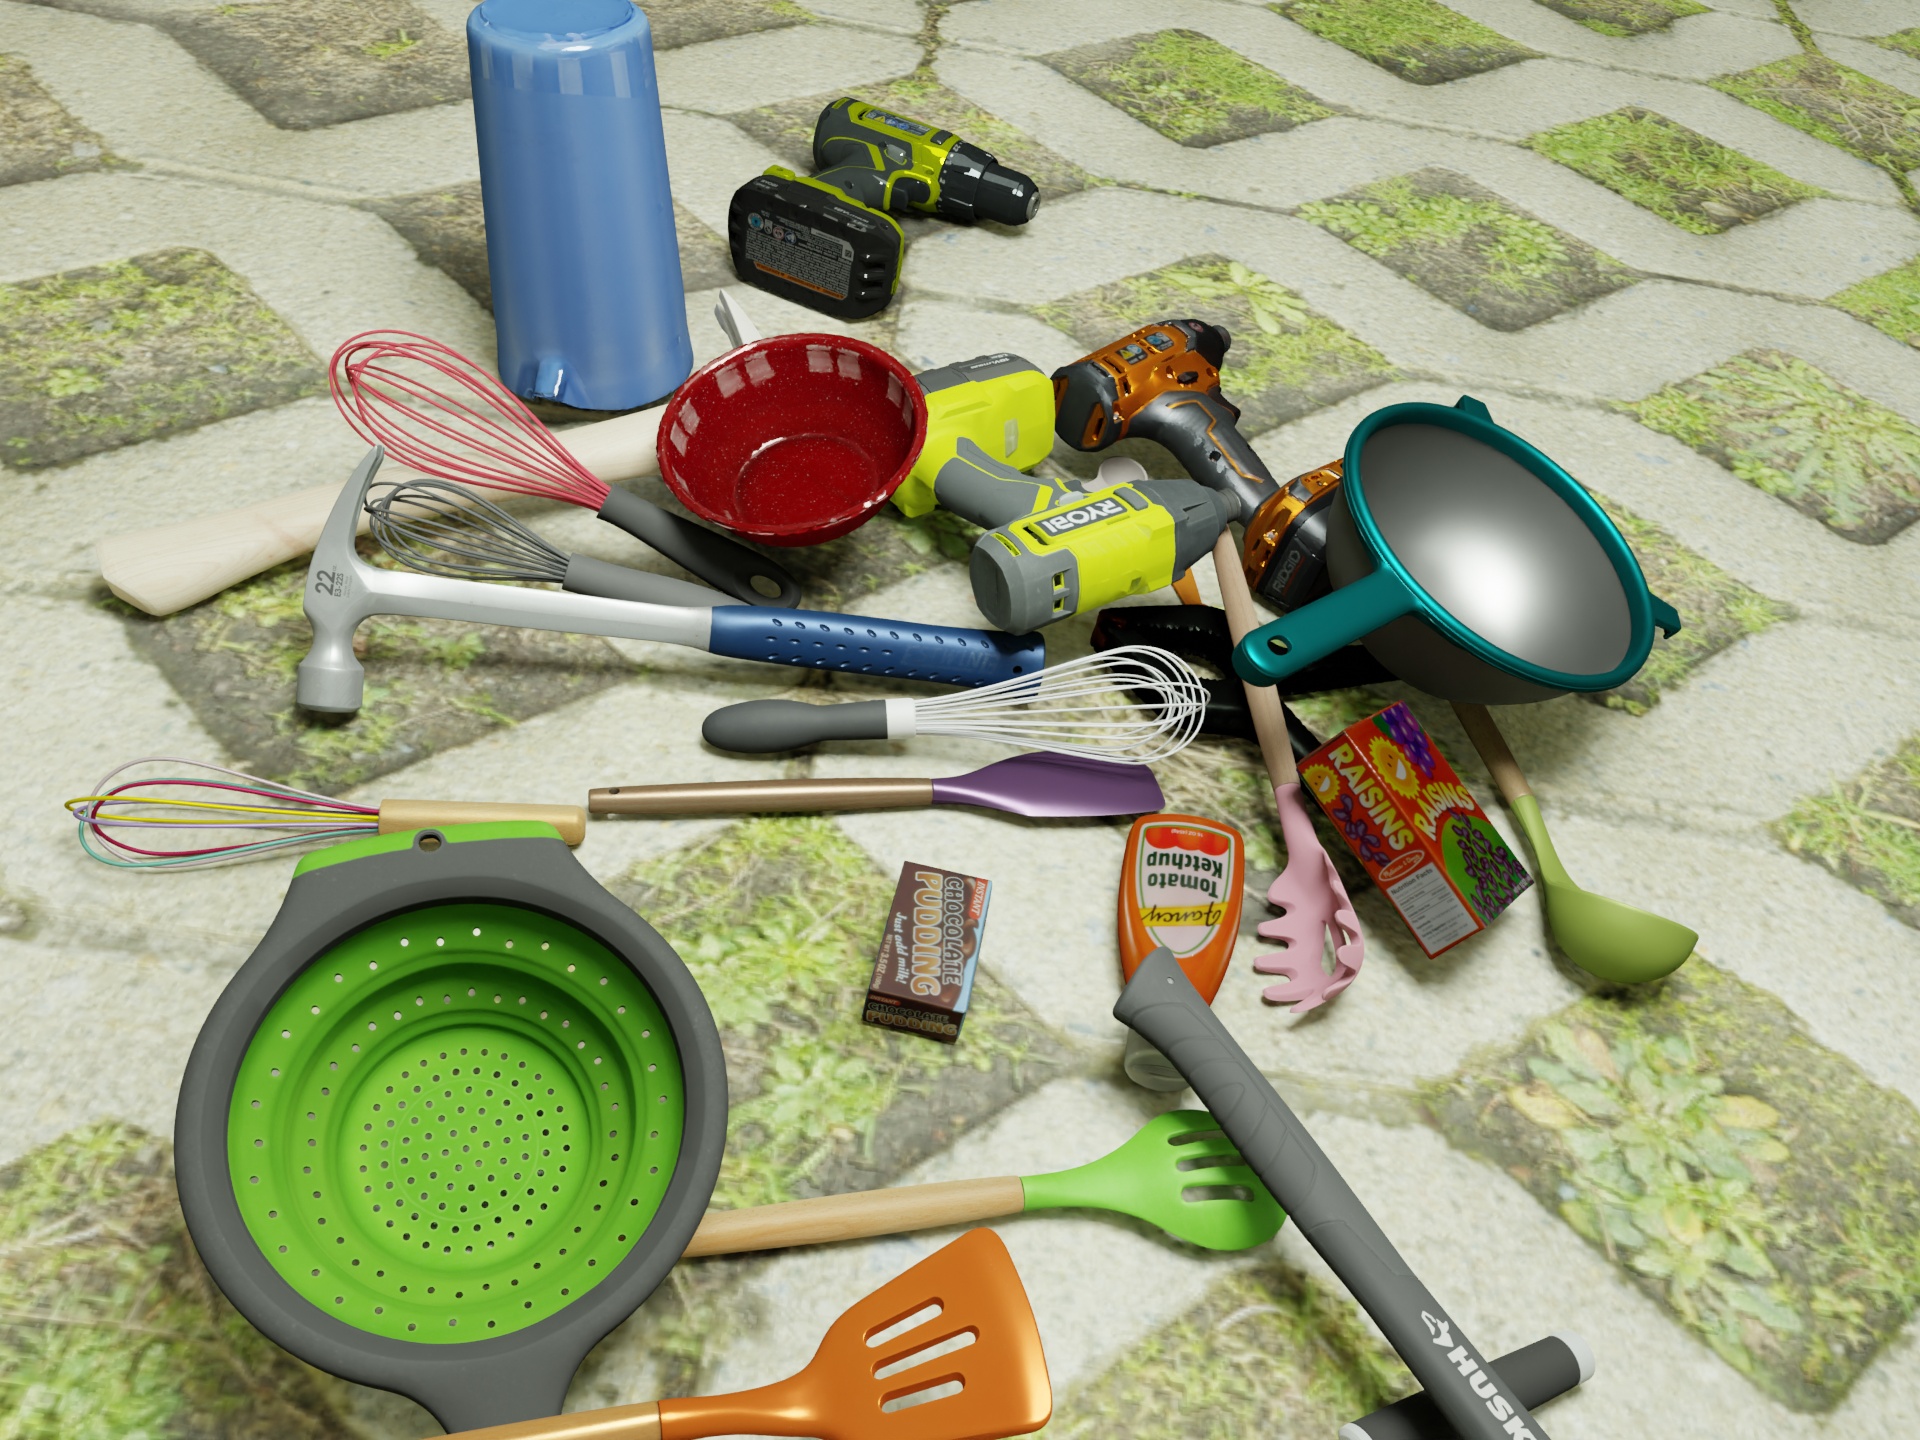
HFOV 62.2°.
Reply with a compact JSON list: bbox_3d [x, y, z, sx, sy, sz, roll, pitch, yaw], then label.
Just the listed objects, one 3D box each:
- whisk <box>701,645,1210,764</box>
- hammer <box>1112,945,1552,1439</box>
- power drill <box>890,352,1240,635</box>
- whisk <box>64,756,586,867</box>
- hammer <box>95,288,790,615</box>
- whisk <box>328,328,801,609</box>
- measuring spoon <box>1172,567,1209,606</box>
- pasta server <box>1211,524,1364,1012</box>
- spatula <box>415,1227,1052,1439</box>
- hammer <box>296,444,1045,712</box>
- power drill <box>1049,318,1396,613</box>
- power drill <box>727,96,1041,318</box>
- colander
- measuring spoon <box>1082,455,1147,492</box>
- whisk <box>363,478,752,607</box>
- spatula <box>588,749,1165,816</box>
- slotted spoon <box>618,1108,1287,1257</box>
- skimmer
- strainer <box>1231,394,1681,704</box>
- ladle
[{"bbox_3d":[-0.001,-0.002,0.889,0.284,0.070,0.070,-3,48,-3],"label":"whisk"},{"bbox_3d":[0.175,0.226,0.667,0.146,0.035,0.335,-11,49,-36],"label":"hammer"},{"bbox_3d":[0.049,-0.144,0.981,0.171,0.080,0.223,-21,42,-22],"label":"power drill"},{"bbox_3d":[-0.312,0.050,0.792,0.245,0.047,0.051,3,46,-13],"label":"whisk"},{"bbox_3d":[-0.298,-0.153,0.958,0.410,0.038,0.146,-18,81,-22],"label":"hammer"},{"bbox_3d":[-0.225,-0.137,0.927,0.295,0.073,0.073,28,45,-14],"label":"whisk"},{"bbox_3d":[0.143,-0.104,1.044,0.021,0.011,0.117,-3,48,-14],"label":"measuring spoon"},{"bbox_3d":[0.170,0.013,0.885,0.040,0.060,0.317,16,51,-33],"label":"pasta server"},{"bbox_3d":[-0.130,0.245,0.555,0.322,0.041,0.081,-4,42,-17],"label":"spatula"},{"bbox_3d":[-0.150,-0.058,0.889,0.405,0.144,0.035,6,6,-13],"label":"hammer"},{"bbox_3d":[0.188,-0.187,1.070,0.227,0.084,0.164,43,53,19],"label":"power drill"},{"bbox_3d":[-0.058,-0.403,1.242,0.190,0.080,0.229,24,45,11],"label":"power drill"},{"bbox_3d":[-0.183,0.240,0.621,0.204,0.094,0.397,-7,67,-20],"label":"colander"},{"bbox_3d":[0.075,-0.142,1.069,0.124,0.018,0.034,-31,68,-25],"label":"measuring spoon"},{"bbox_3d":[-0.223,-0.088,0.914,0.239,0.055,0.055,17,45,-13],"label":"whisk"},{"bbox_3d":[-0.042,0.038,0.871,0.316,0.018,0.060,-2,37,-13],"label":"spatula"},{"bbox_3d":[0.002,0.216,0.709,0.313,0.031,0.070,-3,49,-12],"label":"slotted spoon"},{"bbox_3d":[0.108,0.284,0.621,0.363,0.090,0.127,-11,20,-23],"label":"skimmer"},{"bbox_3d":[0.248,-0.061,0.903,0.340,0.095,0.211,-24,70,-38],"label":"strainer"},{"bbox_3d":[0.329,0.022,0.935,0.078,0.062,0.321,23,35,-32],"label":"ladle"}]
